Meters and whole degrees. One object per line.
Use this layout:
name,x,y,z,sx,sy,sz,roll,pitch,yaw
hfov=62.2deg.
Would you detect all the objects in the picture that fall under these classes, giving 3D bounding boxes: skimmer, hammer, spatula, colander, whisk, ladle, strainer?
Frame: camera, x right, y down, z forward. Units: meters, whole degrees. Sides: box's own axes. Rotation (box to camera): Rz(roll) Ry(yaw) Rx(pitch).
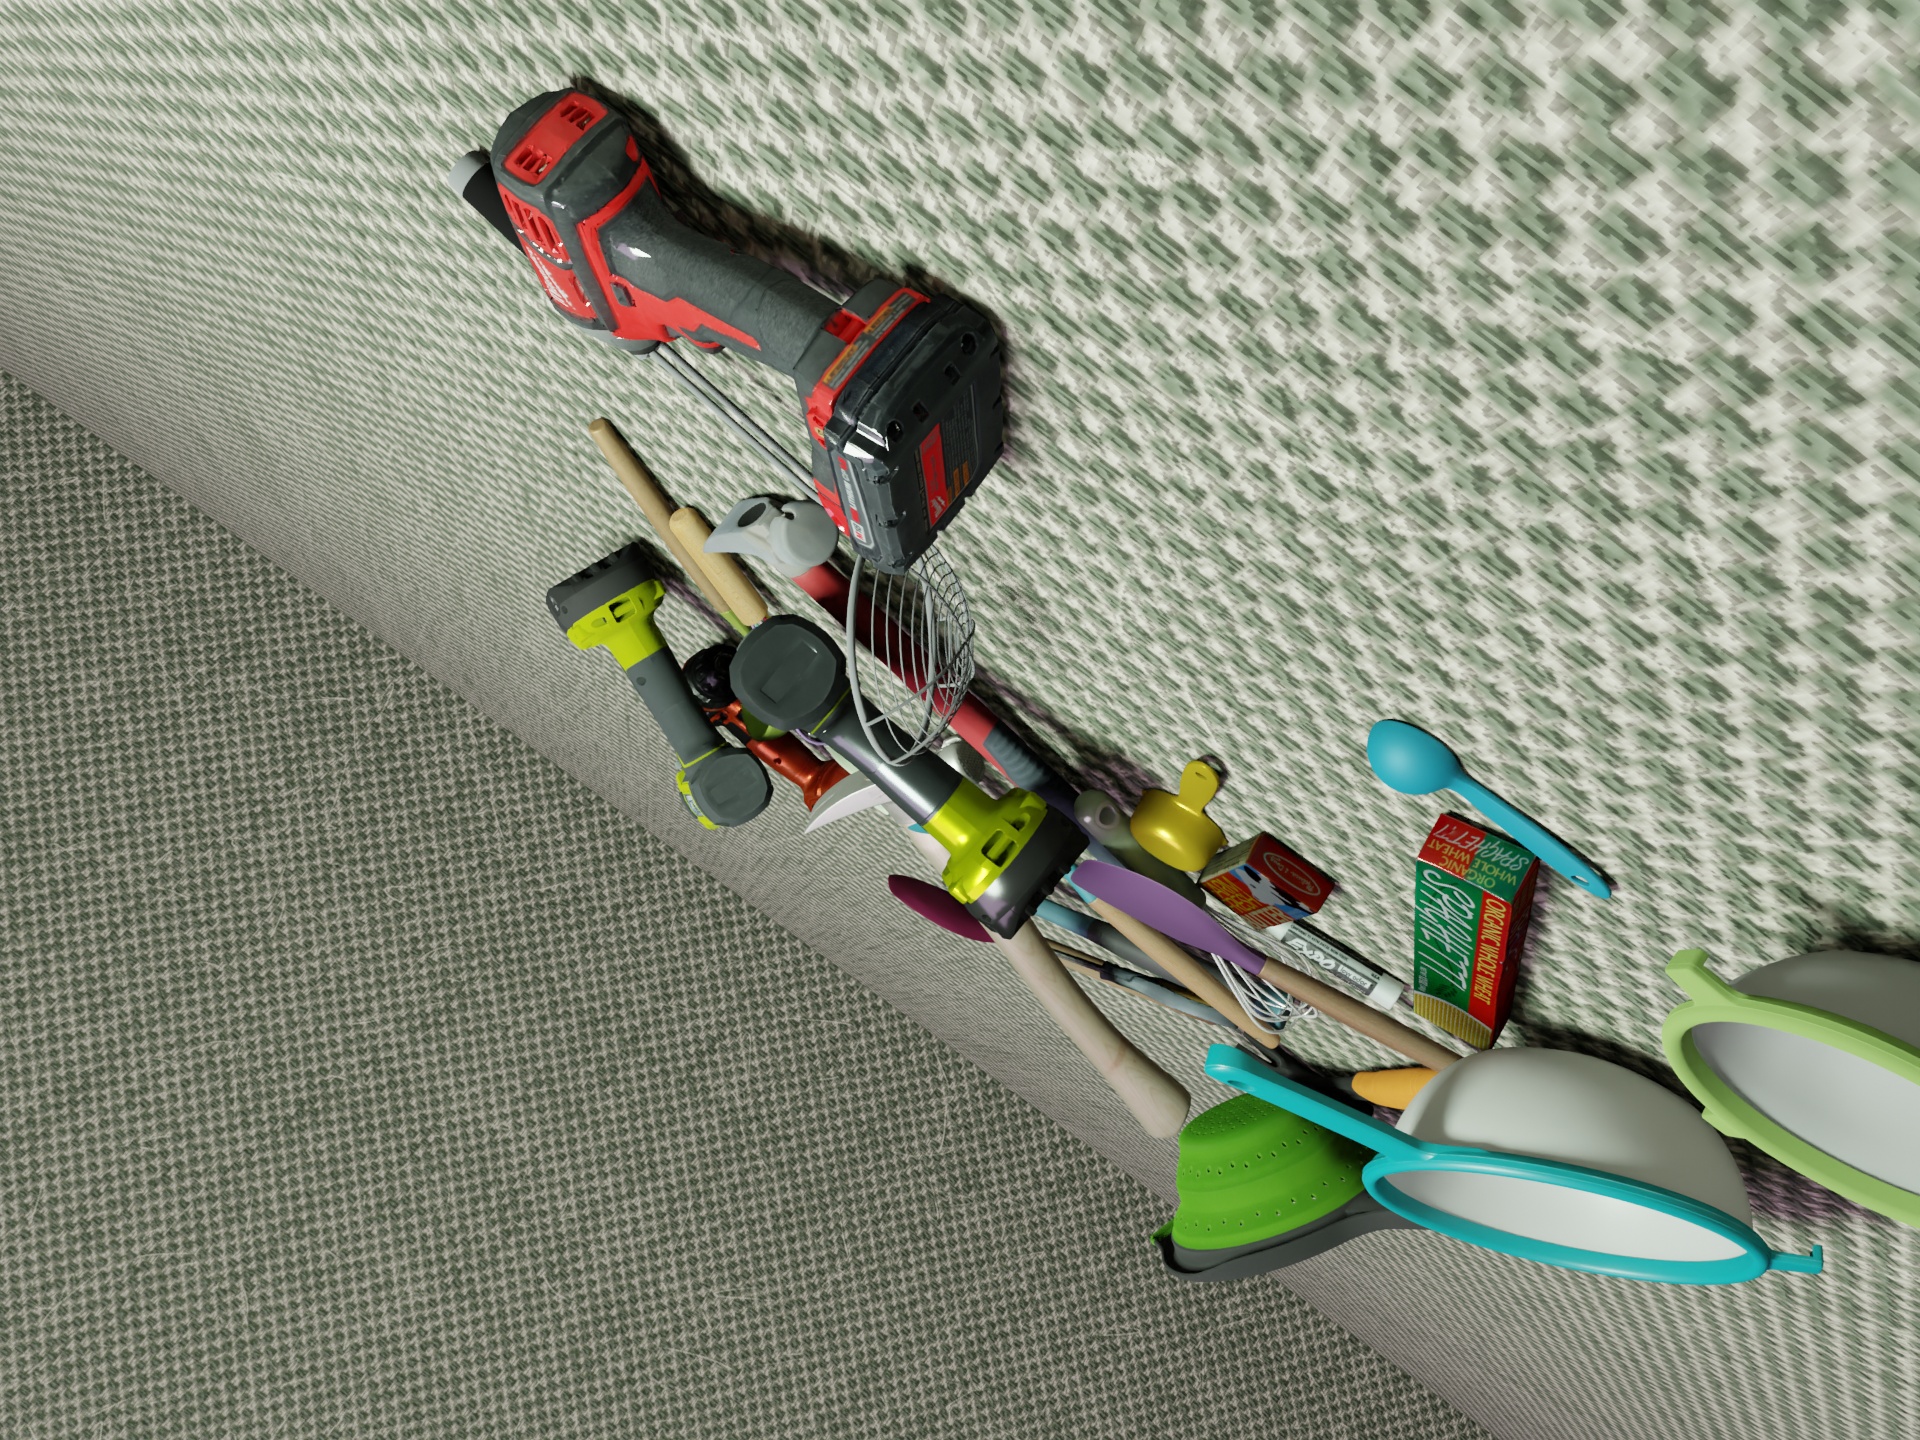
skimmer,-0.126,-0.129,0.807,0.363,0.127,0.090,42,122,-9
hammer,0.120,0.172,1.267,0.331,0.033,0.128,19,176,37
hammer,0.049,0.185,1.216,0.146,0.038,0.410,-22,119,27
spatula,0.214,0.166,1.007,0.316,0.018,0.059,28,151,-1
colander,0.281,0.328,1.181,0.397,0.204,0.094,-25,87,54
whisk,-0.132,-0.064,1.129,0.047,0.051,0.244,-1,142,30
ladle,-0.188,-0.092,1.123,0.078,0.062,0.319,64,-177,40
hammer,0.311,0.269,1.183,0.127,0.034,0.337,34,165,-1
hammer,-0.002,-0.003,1.022,0.386,0.038,0.143,43,164,-25
spatula,0.106,0.146,1.113,0.317,0.044,0.082,39,155,-15
whisk,0.156,0.126,1.044,0.246,0.058,0.059,44,163,-24
strainer,0.390,0.144,0.568,0.256,0.069,0.151,21,157,41
strainer,0.284,0.213,0.875,0.340,0.095,0.211,26,154,-16

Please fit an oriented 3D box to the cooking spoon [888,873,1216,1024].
cooking spoon,0.082,0.194,1.334,0.318,0.017,0.069,25,-164,-15

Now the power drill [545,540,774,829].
power drill,-0.232,-0.018,1.242,0.223,0.080,0.171,60,165,-5

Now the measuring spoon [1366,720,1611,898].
measuring spoon,0.231,0.046,0.701,0.128,0.021,0.042,36,165,0

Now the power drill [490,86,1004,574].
power drill,-0.092,-0.162,0.672,0.220,0.078,0.143,34,165,14

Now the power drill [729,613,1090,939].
power drill,-0.041,0.024,0.961,0.228,0.080,0.190,40,177,-4

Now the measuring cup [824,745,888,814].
measuring cup,-0.062,0.041,1.288,0.083,0.038,0.167,32,166,11

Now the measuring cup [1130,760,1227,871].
measuring cup,0.129,0.055,0.930,0.062,0.029,0.156,32,167,11
